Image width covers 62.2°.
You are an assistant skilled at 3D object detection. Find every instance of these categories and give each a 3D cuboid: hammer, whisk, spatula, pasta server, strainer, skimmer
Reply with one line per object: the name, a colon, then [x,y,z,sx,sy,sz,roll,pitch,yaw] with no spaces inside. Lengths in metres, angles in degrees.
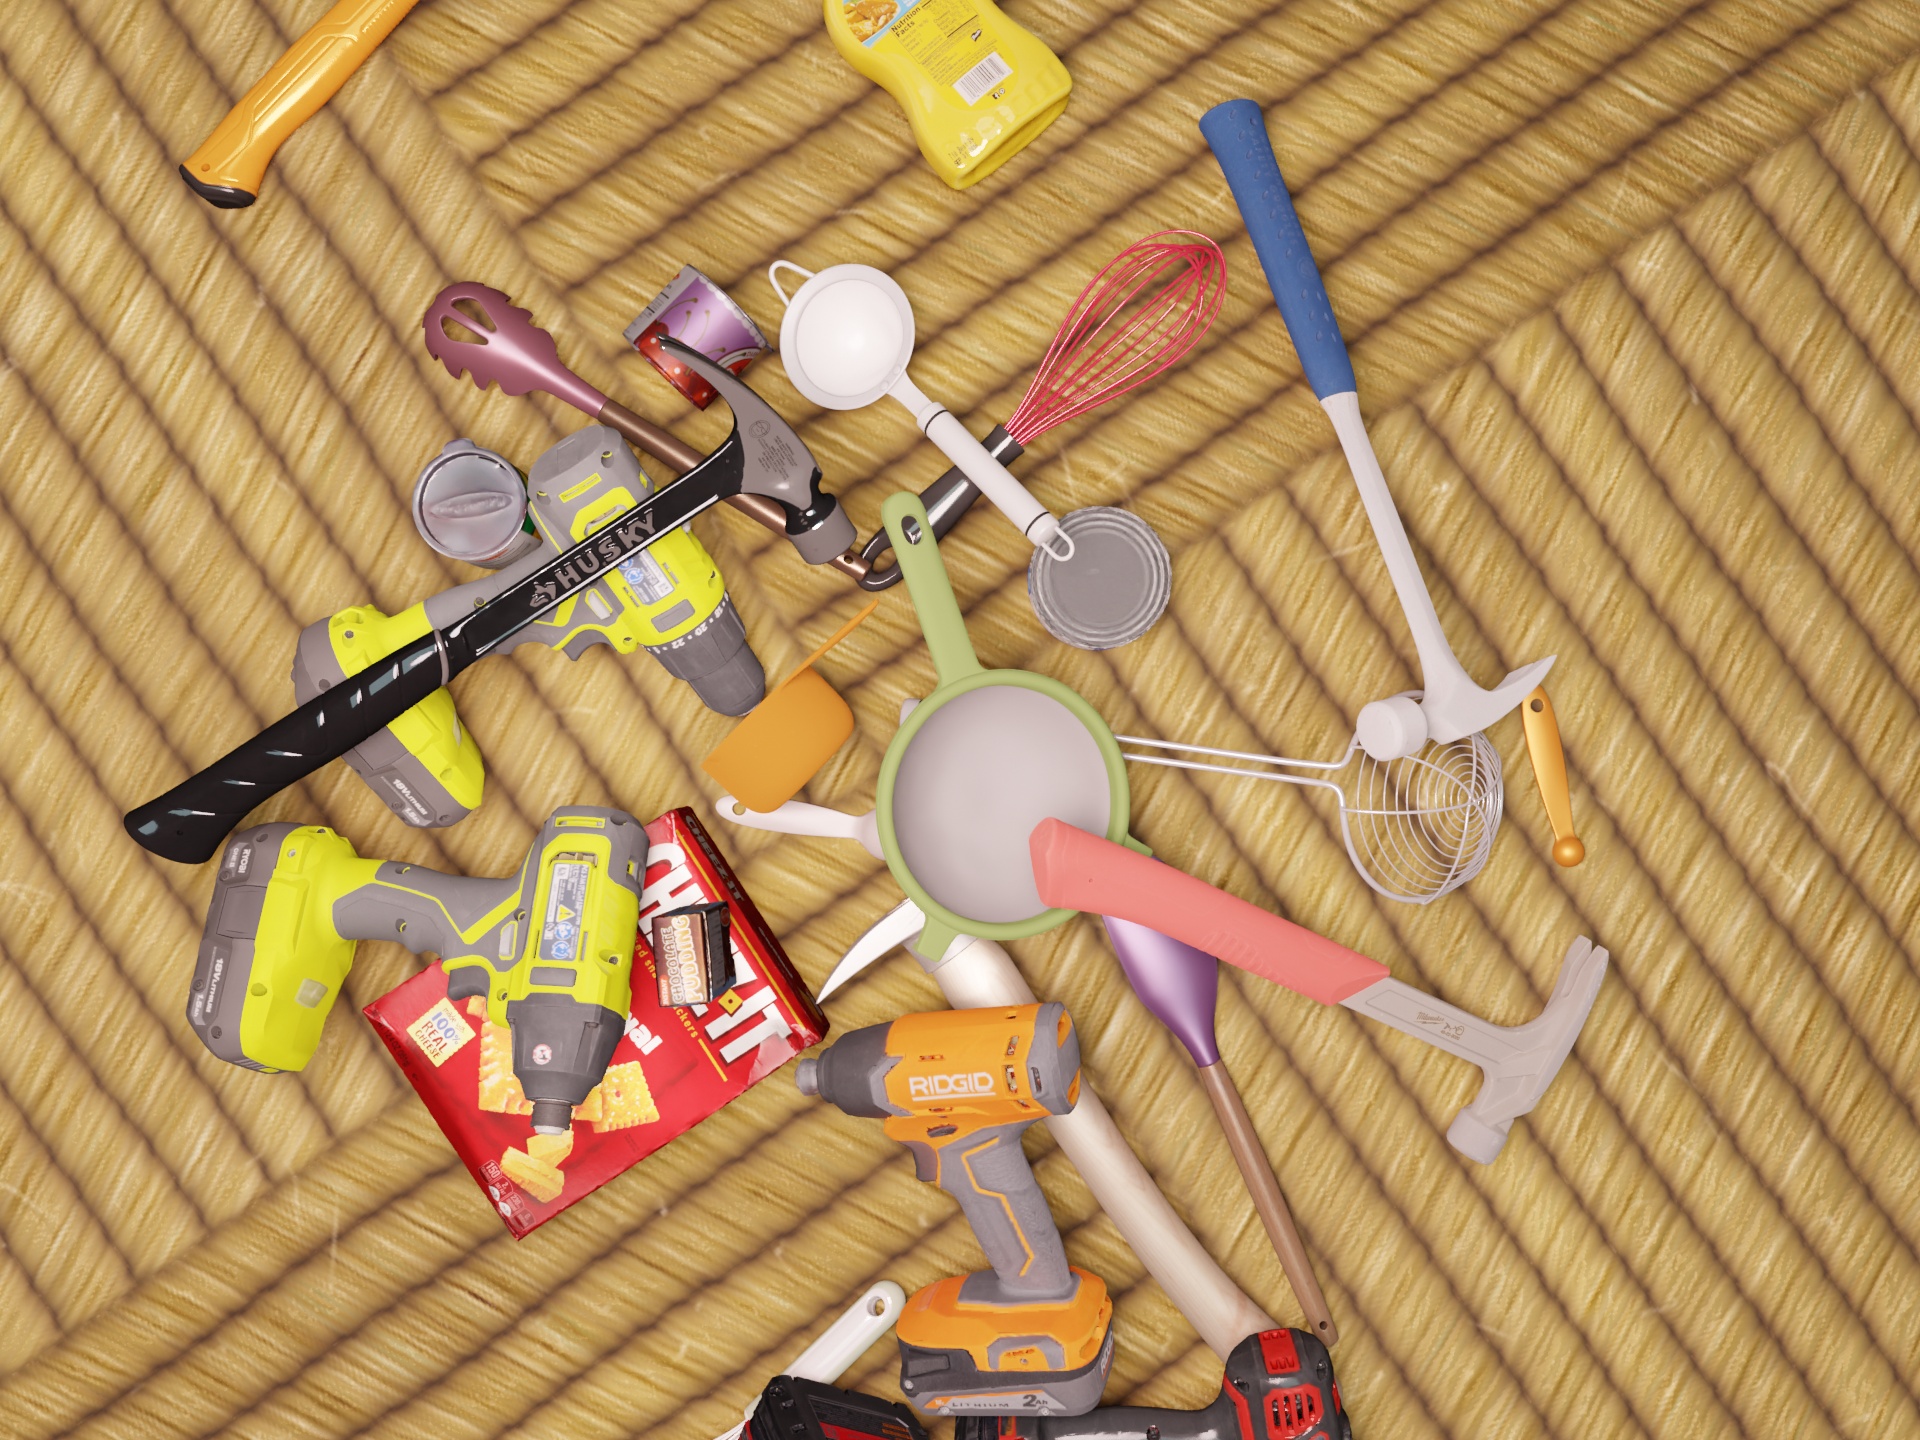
hammer: [-0.354,-0.448,0.966,0.127,0.034,0.337,42,88,-1]
hammer: [-0.261,-0.048,0.840,0.409,0.036,0.149,-32,121,0]
whisk: [-0.127,0.424,0.945,0.246,0.059,0.058,-43,62,-6]
hammer: [0.084,0.276,0.956,0.146,0.038,0.410,-36,90,0]
spatula: [0.164,0.231,0.968,0.060,0.018,0.316,-22,88,-2]
hammer: [0.232,-0.181,0.943,0.144,0.035,0.406,-13,79,-30]
pasta server: [-0.190,-0.172,0.959,0.316,0.040,0.060,32,88,0]
strainer: [-0.001,-0.003,0.902,0.151,0.069,0.256,-21,96,-19]
whisk: [0.045,-0.184,0.959,0.296,0.073,0.073,-43,90,5]
strainer: [-0.021,-0.181,0.937,0.087,0.050,0.259,-47,72,14]
skimmer: [0.146,0.027,0.967,0.363,0.090,0.127,8,84,9]
hammer: [0.202,0.130,0.909,0.359,0.037,0.149,25,95,-17]

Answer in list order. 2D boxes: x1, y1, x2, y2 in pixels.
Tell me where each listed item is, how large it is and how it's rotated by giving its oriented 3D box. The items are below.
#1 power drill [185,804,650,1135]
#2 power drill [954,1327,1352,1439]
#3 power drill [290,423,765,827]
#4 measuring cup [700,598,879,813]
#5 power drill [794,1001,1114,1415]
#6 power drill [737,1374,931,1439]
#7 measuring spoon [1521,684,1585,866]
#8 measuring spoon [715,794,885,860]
power drill: [-0.289,0.132,0.863,0.223,0.080,0.171,1,68,8]
power drill: [0.120,0.459,0.917,0.226,0.080,0.188,-11,98,4]
power drill: [-0.241,-0.037,0.917,0.228,0.080,0.190,-30,123,2]
measuring cup: [-0.080,-0.007,0.905,0.052,0.095,0.173,46,132,-5]
power drill: [-0.002,0.275,0.909,0.164,0.084,0.226,-7,99,17]
power drill: [-0.103,0.501,0.915,0.143,0.079,0.219,28,94,-28]
measuring spoon: [0.365,0.033,0.979,0.021,0.011,0.117,-12,89,-1]
measuring spoon: [-0.088,0.062,0.967,0.124,0.018,0.034,9,89,0]
